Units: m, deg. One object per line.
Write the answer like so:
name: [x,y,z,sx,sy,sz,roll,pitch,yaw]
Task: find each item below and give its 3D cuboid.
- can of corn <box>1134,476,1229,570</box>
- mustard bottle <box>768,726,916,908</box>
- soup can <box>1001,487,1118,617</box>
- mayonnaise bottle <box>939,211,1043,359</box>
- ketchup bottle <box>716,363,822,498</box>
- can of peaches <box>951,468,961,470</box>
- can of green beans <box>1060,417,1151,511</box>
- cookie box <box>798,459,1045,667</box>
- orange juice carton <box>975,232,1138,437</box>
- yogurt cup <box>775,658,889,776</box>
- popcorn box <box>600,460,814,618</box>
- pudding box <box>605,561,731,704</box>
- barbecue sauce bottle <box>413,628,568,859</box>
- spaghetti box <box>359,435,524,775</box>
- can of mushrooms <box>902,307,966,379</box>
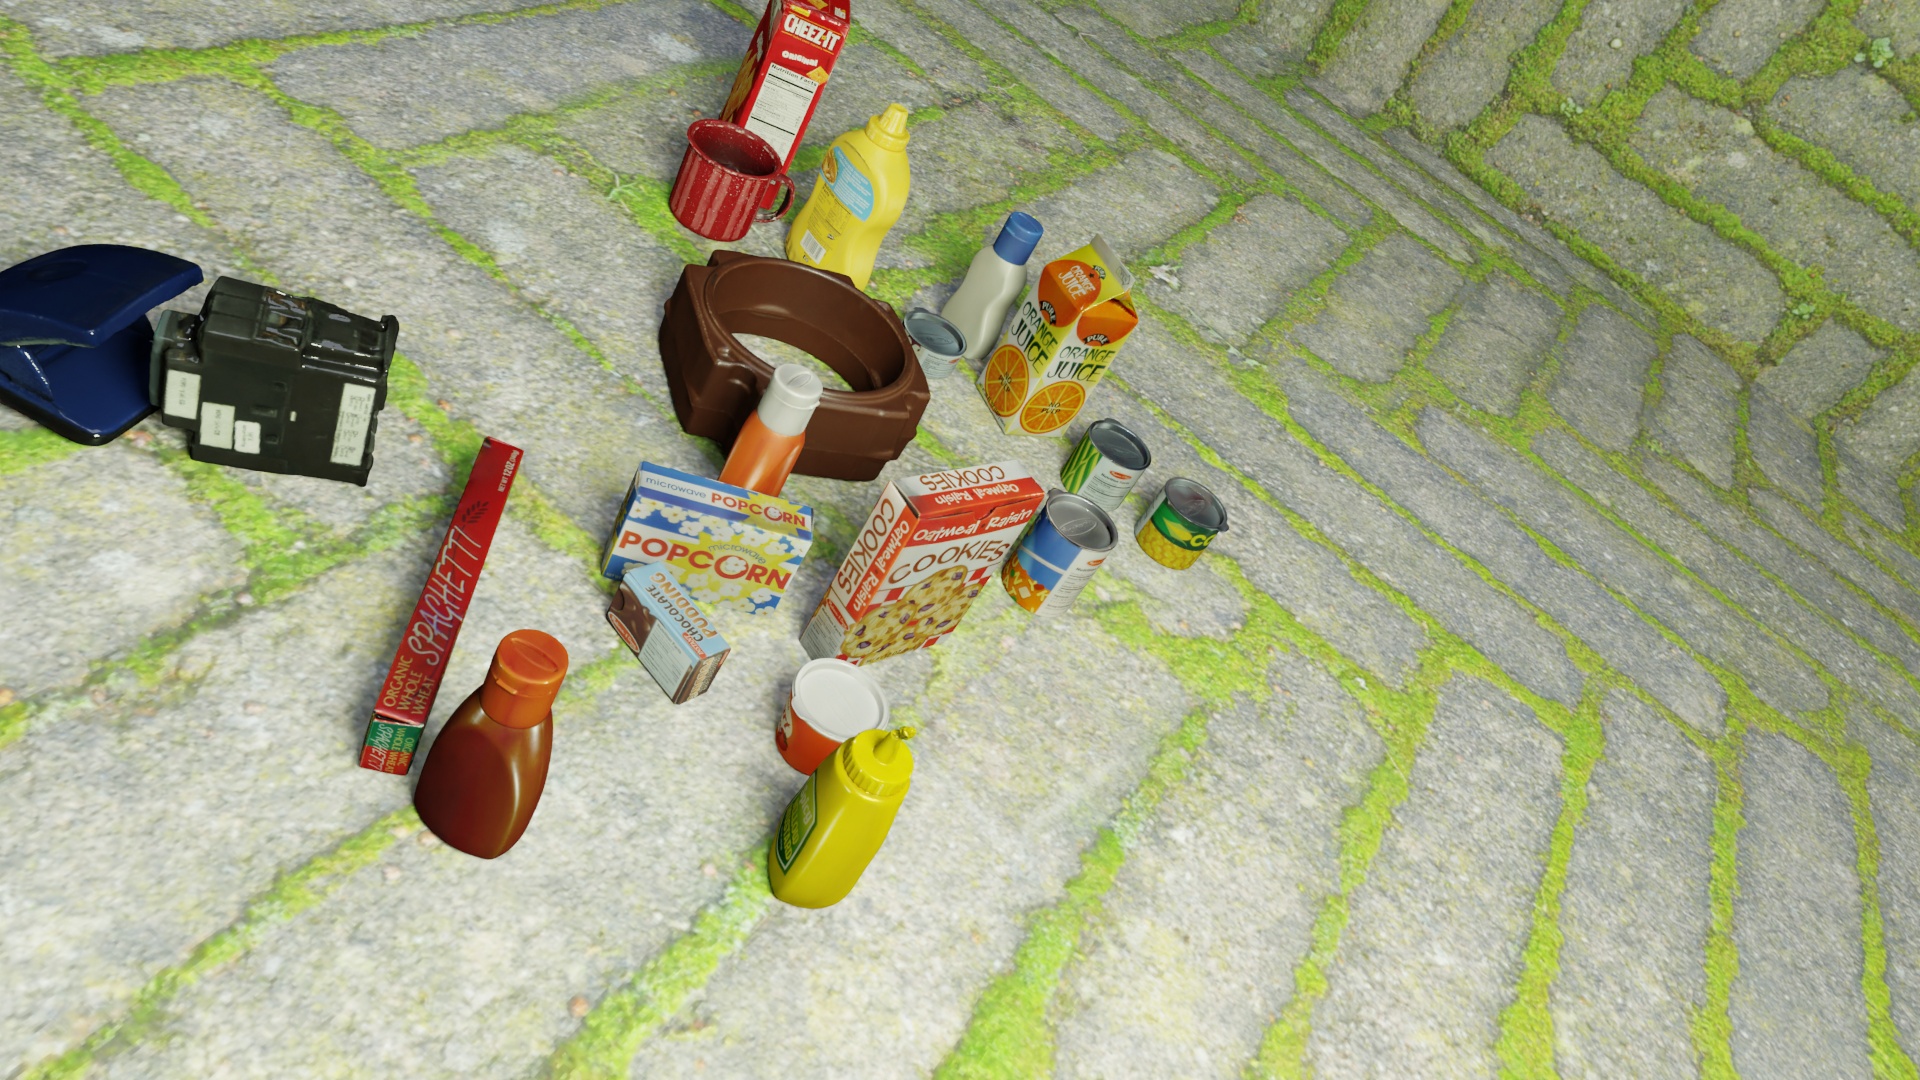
can of corn: [0.204,-0.014,1.278,0.071,0.058,0.071,20,38,-17]
mustard bottle: [-0.065,0.153,0.811,0.049,0.159,0.065,16,40,-21]
soup can: [0.079,0.010,1.140,0.071,0.083,0.072,20,38,-17]
mayonnaise bottle: [0.032,-0.248,1.346,0.041,0.147,0.065,-12,55,-44]
ketchup bottle: [-0.143,-0.061,1.007,0.043,0.148,0.065,38,37,7]
can of peaches: [0.004,-0.014,1.135,0.071,0.057,0.071,20,38,-17]
can of green beans: [0.134,-0.069,1.291,0.071,0.057,0.071,20,38,-17]
cookie box: [-0.027,0.020,0.983,0.123,0.166,0.040,-12,55,-44]
orange juice carton: [0.096,-0.188,1.287,0.073,0.191,0.072,0,47,-36]
yogurt cup: [-0.088,0.120,0.920,0.072,0.053,0.073,20,38,-16]
popcorn box: [-0.176,0.001,0.966,0.127,0.084,0.038,16,40,-21]
pudding box: [-0.194,0.060,0.915,0.084,0.049,0.030,47,39,18]
barbecue sauce bottle: [-0.246,0.108,0.741,0.065,0.147,0.044,35,37,3]
spaghetti box: [-0.316,0.033,0.858,0.029,0.050,0.251,19,39,-17]
can of mushrooms: [-0.031,-0.188,1.328,0.071,0.033,0.071,20,38,-16]
